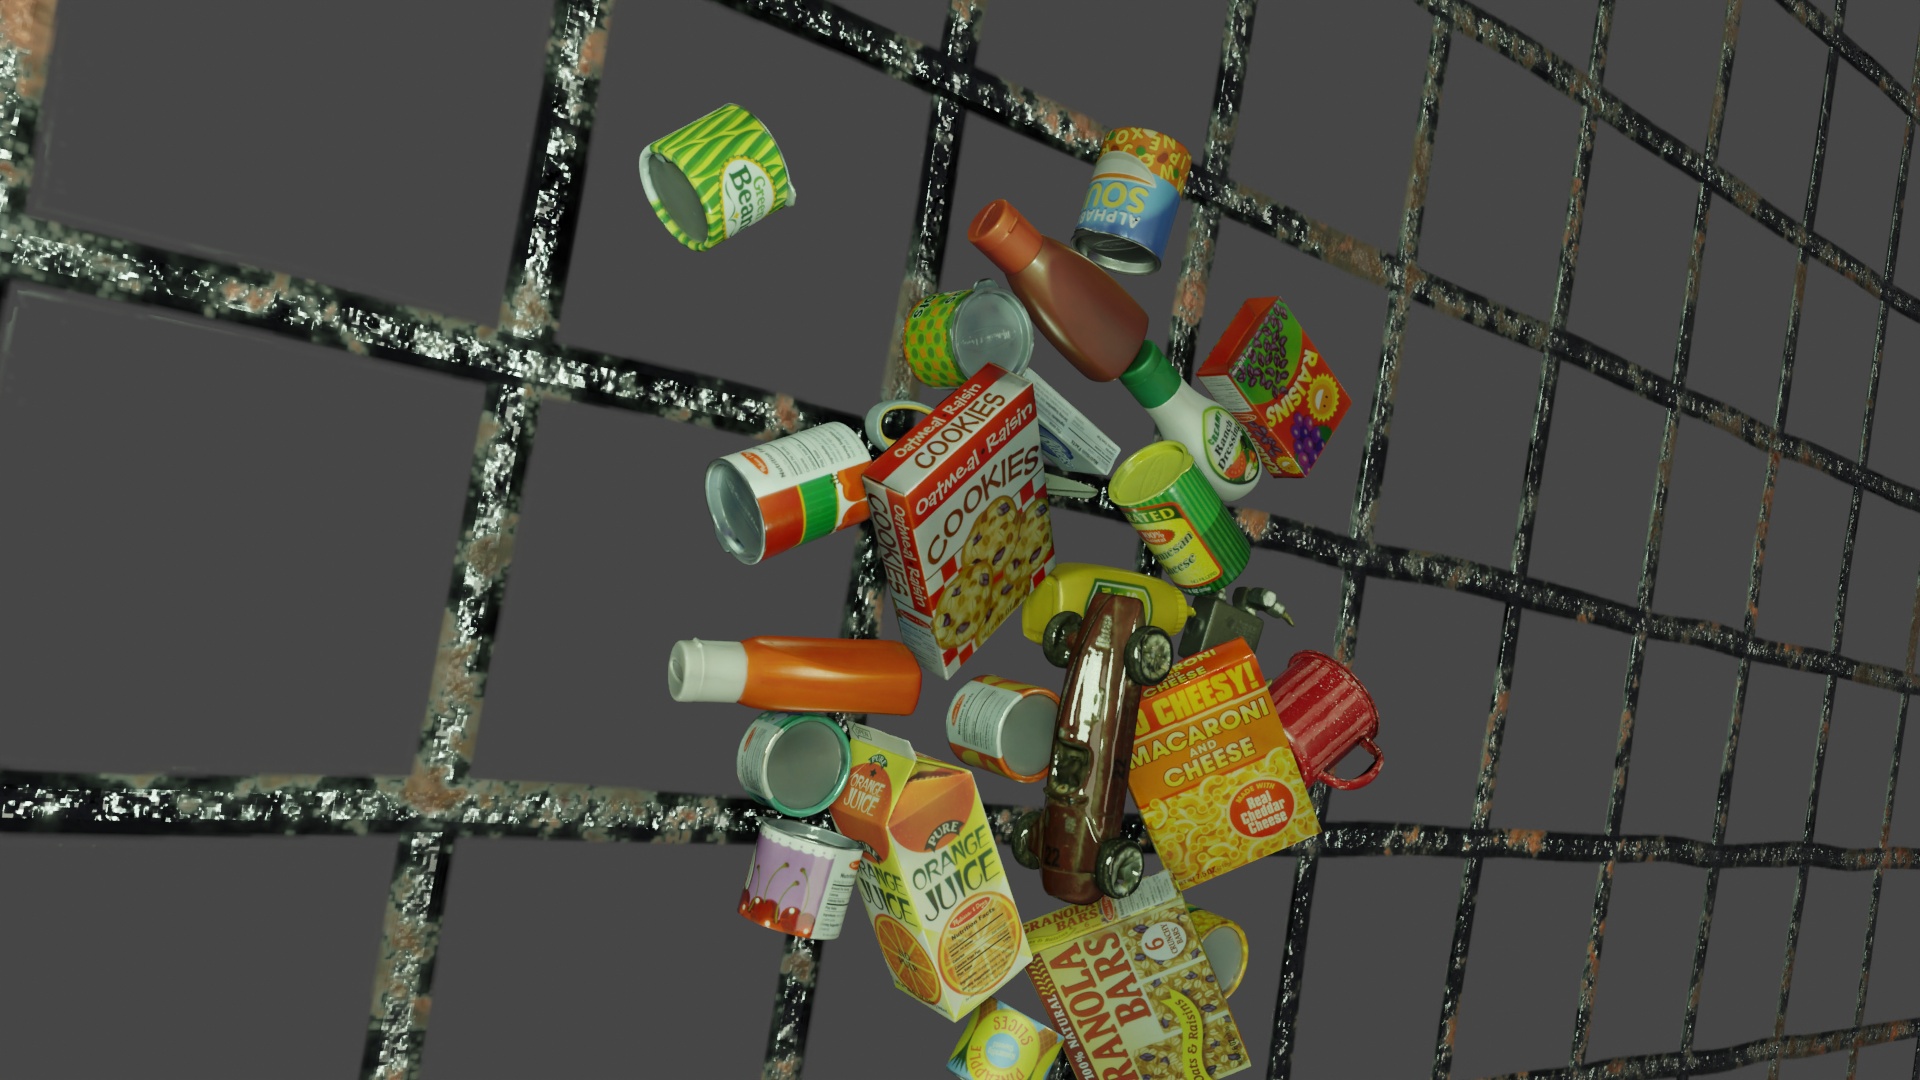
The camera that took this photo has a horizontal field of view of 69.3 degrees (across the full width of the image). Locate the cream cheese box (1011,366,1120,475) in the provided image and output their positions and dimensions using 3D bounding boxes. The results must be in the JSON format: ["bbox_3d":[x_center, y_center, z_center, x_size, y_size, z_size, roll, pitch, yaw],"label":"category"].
[{"bbox_3d":[0.058,-0.083,0.959,0.103,0.053,0.024,36,75,-33],"label":"cream cheese box"}]

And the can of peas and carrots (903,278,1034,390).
[{"bbox_3d":[0.004,-0.134,0.911,0.071,0.058,0.071,-3,95,-36],"label":"can of peas and carrots"}]

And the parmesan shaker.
[{"bbox_3d":[0.166,-0.016,1.032,0.071,0.071,0.103,-51,121,-21],"label":"parmesan shaker"}]

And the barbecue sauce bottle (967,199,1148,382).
[{"bbox_3d":[0.067,-0.176,0.964,0.148,0.043,0.065,38,72,-32],"label":"barbecue sauce bottle"}]

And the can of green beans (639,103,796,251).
[{"bbox_3d":[-0.140,-0.207,0.793,0.058,0.071,0.071,-38,115,-27],"label":"can of green beans"}]

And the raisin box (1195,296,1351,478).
[{"bbox_3d":[0.251,-0.121,1.107,0.123,0.040,0.086,46,67,-28],"label":"raisin box"}]

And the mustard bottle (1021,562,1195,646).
[{"bbox_3d":[0.119,0.050,1.017,0.160,0.049,0.065,2,95,-36],"label":"mustard bottle"}]

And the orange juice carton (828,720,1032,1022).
[{"bbox_3d":[-0.025,0.207,0.910,0.073,0.072,0.192,-29,110,-31],"label":"orange juice carton"}]

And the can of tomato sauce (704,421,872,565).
[{"bbox_3d":[-0.102,-0.028,0.838,0.083,0.071,0.071,-22,107,-34],"label":"can of tomato sauce"}]

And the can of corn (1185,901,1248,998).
[{"bbox_3d":[0.183,0.319,1.082,0.071,0.058,0.071,-4,97,-36],"label":"can of corn"}]

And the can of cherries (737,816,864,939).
[{"bbox_3d":[-0.101,0.208,0.860,0.071,0.071,0.058,19,84,-36],"label":"can of cherries"}]

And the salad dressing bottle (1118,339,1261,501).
[{"bbox_3d":[0.171,-0.090,1.047,0.147,0.044,0.064,43,59,-31],"label":"salad dressing bottle"}]

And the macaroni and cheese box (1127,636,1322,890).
[{"bbox_3d":[0.186,0.170,1.049,0.124,0.040,0.166,-23,110,2],"label":"macaroni and cheese box"}]

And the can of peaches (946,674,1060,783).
[{"bbox_3d":[0.035,0.129,0.956,0.071,0.058,0.071,-3,96,-36],"label":"can of peaches"}]

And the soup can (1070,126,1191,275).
[{"bbox_3d":[0.120,-0.241,0.982,0.071,0.071,0.084,23,80,-36],"label":"soup can"}]

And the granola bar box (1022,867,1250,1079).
[{"bbox_3d":[0.127,0.334,1.015,0.124,0.039,0.165,-22,110,5],"label":"granola bar box"}]

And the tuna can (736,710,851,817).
[{"bbox_3d":[-0.102,0.138,0.872,0.071,0.033,0.071,-4,96,-36],"label":"tuna can"}]

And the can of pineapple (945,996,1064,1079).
[{"bbox_3d":[0.031,0.357,0.966,0.071,0.071,0.058,39,70,-32],"label":"can of pineapple"}]

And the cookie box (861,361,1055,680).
[{"bbox_3d":[0.003,-0.011,0.888,0.123,0.040,0.166,-44,143,-30],"label":"cookie box"}]

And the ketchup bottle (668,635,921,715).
[{"bbox_3d":[-0.102,0.081,0.851,0.149,0.065,0.043,5,103,-28],"label":"ketchup bottle"}]
